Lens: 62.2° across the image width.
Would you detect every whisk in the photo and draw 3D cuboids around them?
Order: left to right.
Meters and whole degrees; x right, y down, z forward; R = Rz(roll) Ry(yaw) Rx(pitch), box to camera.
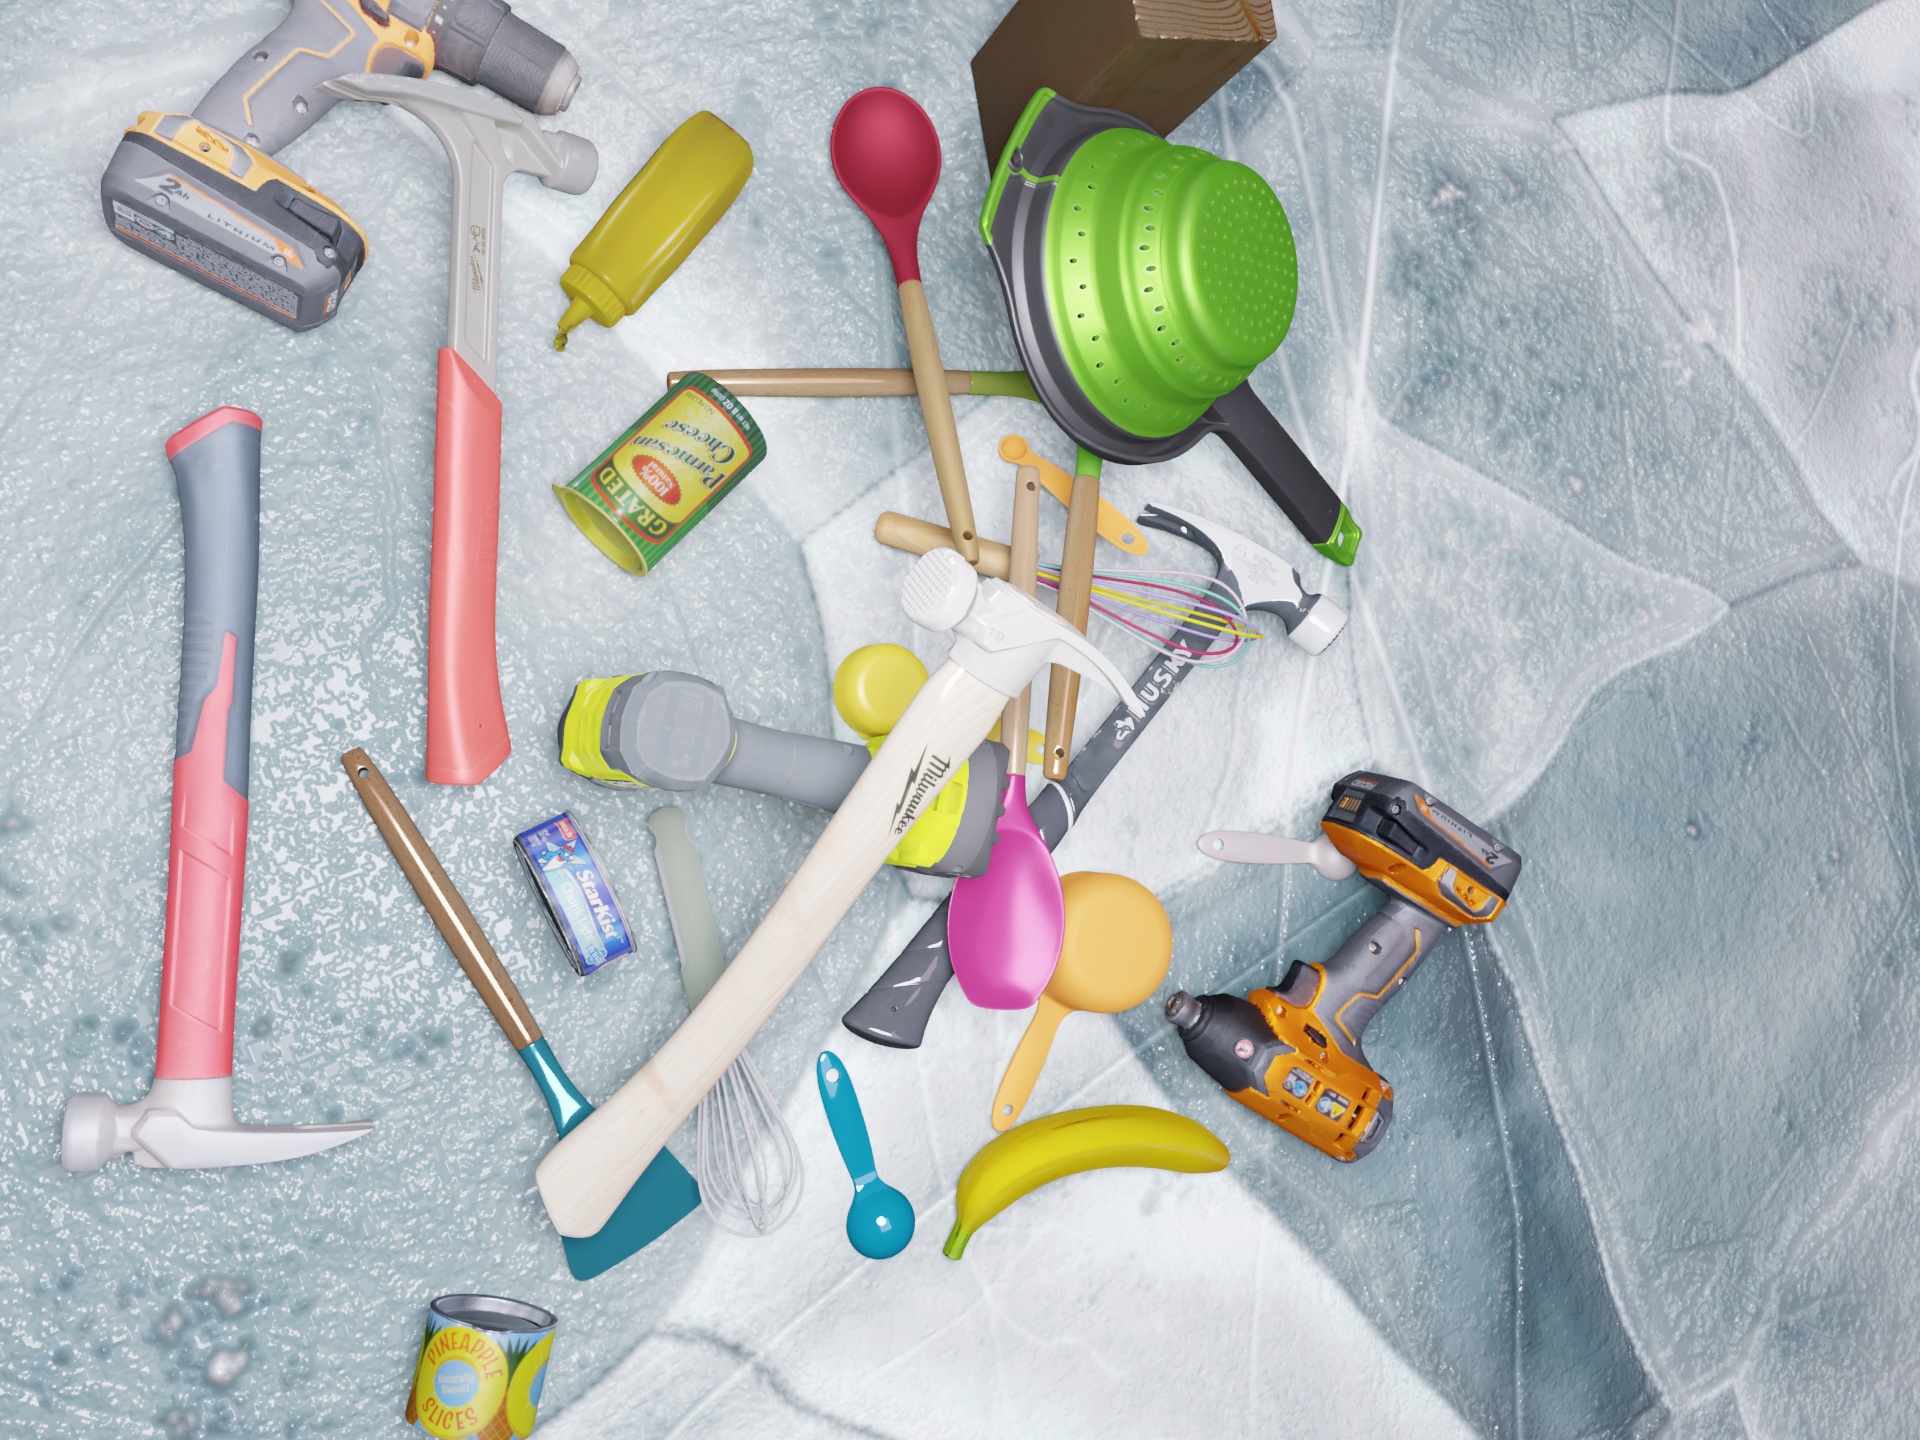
[{"bbox_3d":[-0.139,0.168,0.895,0.059,0.058,0.246,-13,85,-13],"label":"whisk"},{"bbox_3d":[0.066,-0.084,0.970,0.245,0.051,0.047,17,40,2],"label":"whisk"}]

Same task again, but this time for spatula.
[{"bbox_3d":[-0.250,0.154,0.866,0.082,0.044,0.317,-31,92,-19],"label":"spatula"}]

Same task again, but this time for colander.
[{"bbox_3d":[0.174,-0.212,0.950,0.396,0.094,0.205,38,65,-39],"label":"colander"}]

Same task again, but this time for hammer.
[{"bbox_3d":[-0.370,0.031,0.822,0.143,0.038,0.386,3,84,-22],"label":"hammer"},{"bbox_3d":[-0.268,-0.145,0.839,0.149,0.037,0.359,-1,96,-47],"label":"hammer"},{"bbox_3d":[-0.077,0.108,0.806,0.146,0.038,0.410,28,105,-37],"label":"hammer"},{"bbox_3d":[0.069,0.033,0.968,0.149,0.036,0.409,40,71,4],"label":"hammer"}]

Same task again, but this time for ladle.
[{"bbox_3d":[-0.024,-0.238,0.951,0.069,0.031,0.316,-9,74,-10],"label":"ladle"},{"bbox_3d":[-0.017,-0.213,0.972,0.320,0.062,0.078,-4,73,-19],"label":"ladle"}]

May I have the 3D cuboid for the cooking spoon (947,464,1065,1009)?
[{"bbox_3d":[0.032,0.006,0.924,0.068,0.017,0.319,5,82,-11],"label":"cooking spoon"}]

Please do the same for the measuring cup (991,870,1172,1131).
[{"bbox_3d":[0.068,0.172,0.968,0.095,0.052,0.174,32,73,-15],"label":"measuring cup"}]

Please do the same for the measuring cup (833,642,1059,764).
[{"bbox_3d":[-0.002,-0.003,0.971,0.156,0.029,0.062,20,78,-19],"label":"measuring cup"}]

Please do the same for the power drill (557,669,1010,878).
[{"bbox_3d":[-0.101,0.025,0.866,0.223,0.171,0.080,15,81,-28],"label":"power drill"}]

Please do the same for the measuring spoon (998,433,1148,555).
[{"bbox_3d":[0.071,-0.141,1.005,0.117,0.011,0.021,39,72,5],"label":"measuring spoon"}]

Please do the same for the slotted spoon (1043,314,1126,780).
[{"bbox_3d":[0.074,-0.118,0.939,0.070,0.031,0.314,9,77,-8],"label":"slotted spoon"}]

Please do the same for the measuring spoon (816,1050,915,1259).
[{"bbox_3d":[-0.057,0.255,0.929,0.042,0.021,0.128,-19,93,-22],"label":"measuring spoon"}]

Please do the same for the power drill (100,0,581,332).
[{"bbox_3d":[-0.325,-0.324,0.854,0.185,0.084,0.226,26,72,-19],"label":"power drill"}]

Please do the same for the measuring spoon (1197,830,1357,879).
[{"bbox_3d":[0.214,0.086,1.051,0.124,0.018,0.034,6,83,-21],"label":"measuring spoon"}]

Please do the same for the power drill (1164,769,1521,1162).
[{"bbox_3d":[0.239,0.148,1.013,0.164,0.084,0.226,32,86,-16],"label":"power drill"}]
